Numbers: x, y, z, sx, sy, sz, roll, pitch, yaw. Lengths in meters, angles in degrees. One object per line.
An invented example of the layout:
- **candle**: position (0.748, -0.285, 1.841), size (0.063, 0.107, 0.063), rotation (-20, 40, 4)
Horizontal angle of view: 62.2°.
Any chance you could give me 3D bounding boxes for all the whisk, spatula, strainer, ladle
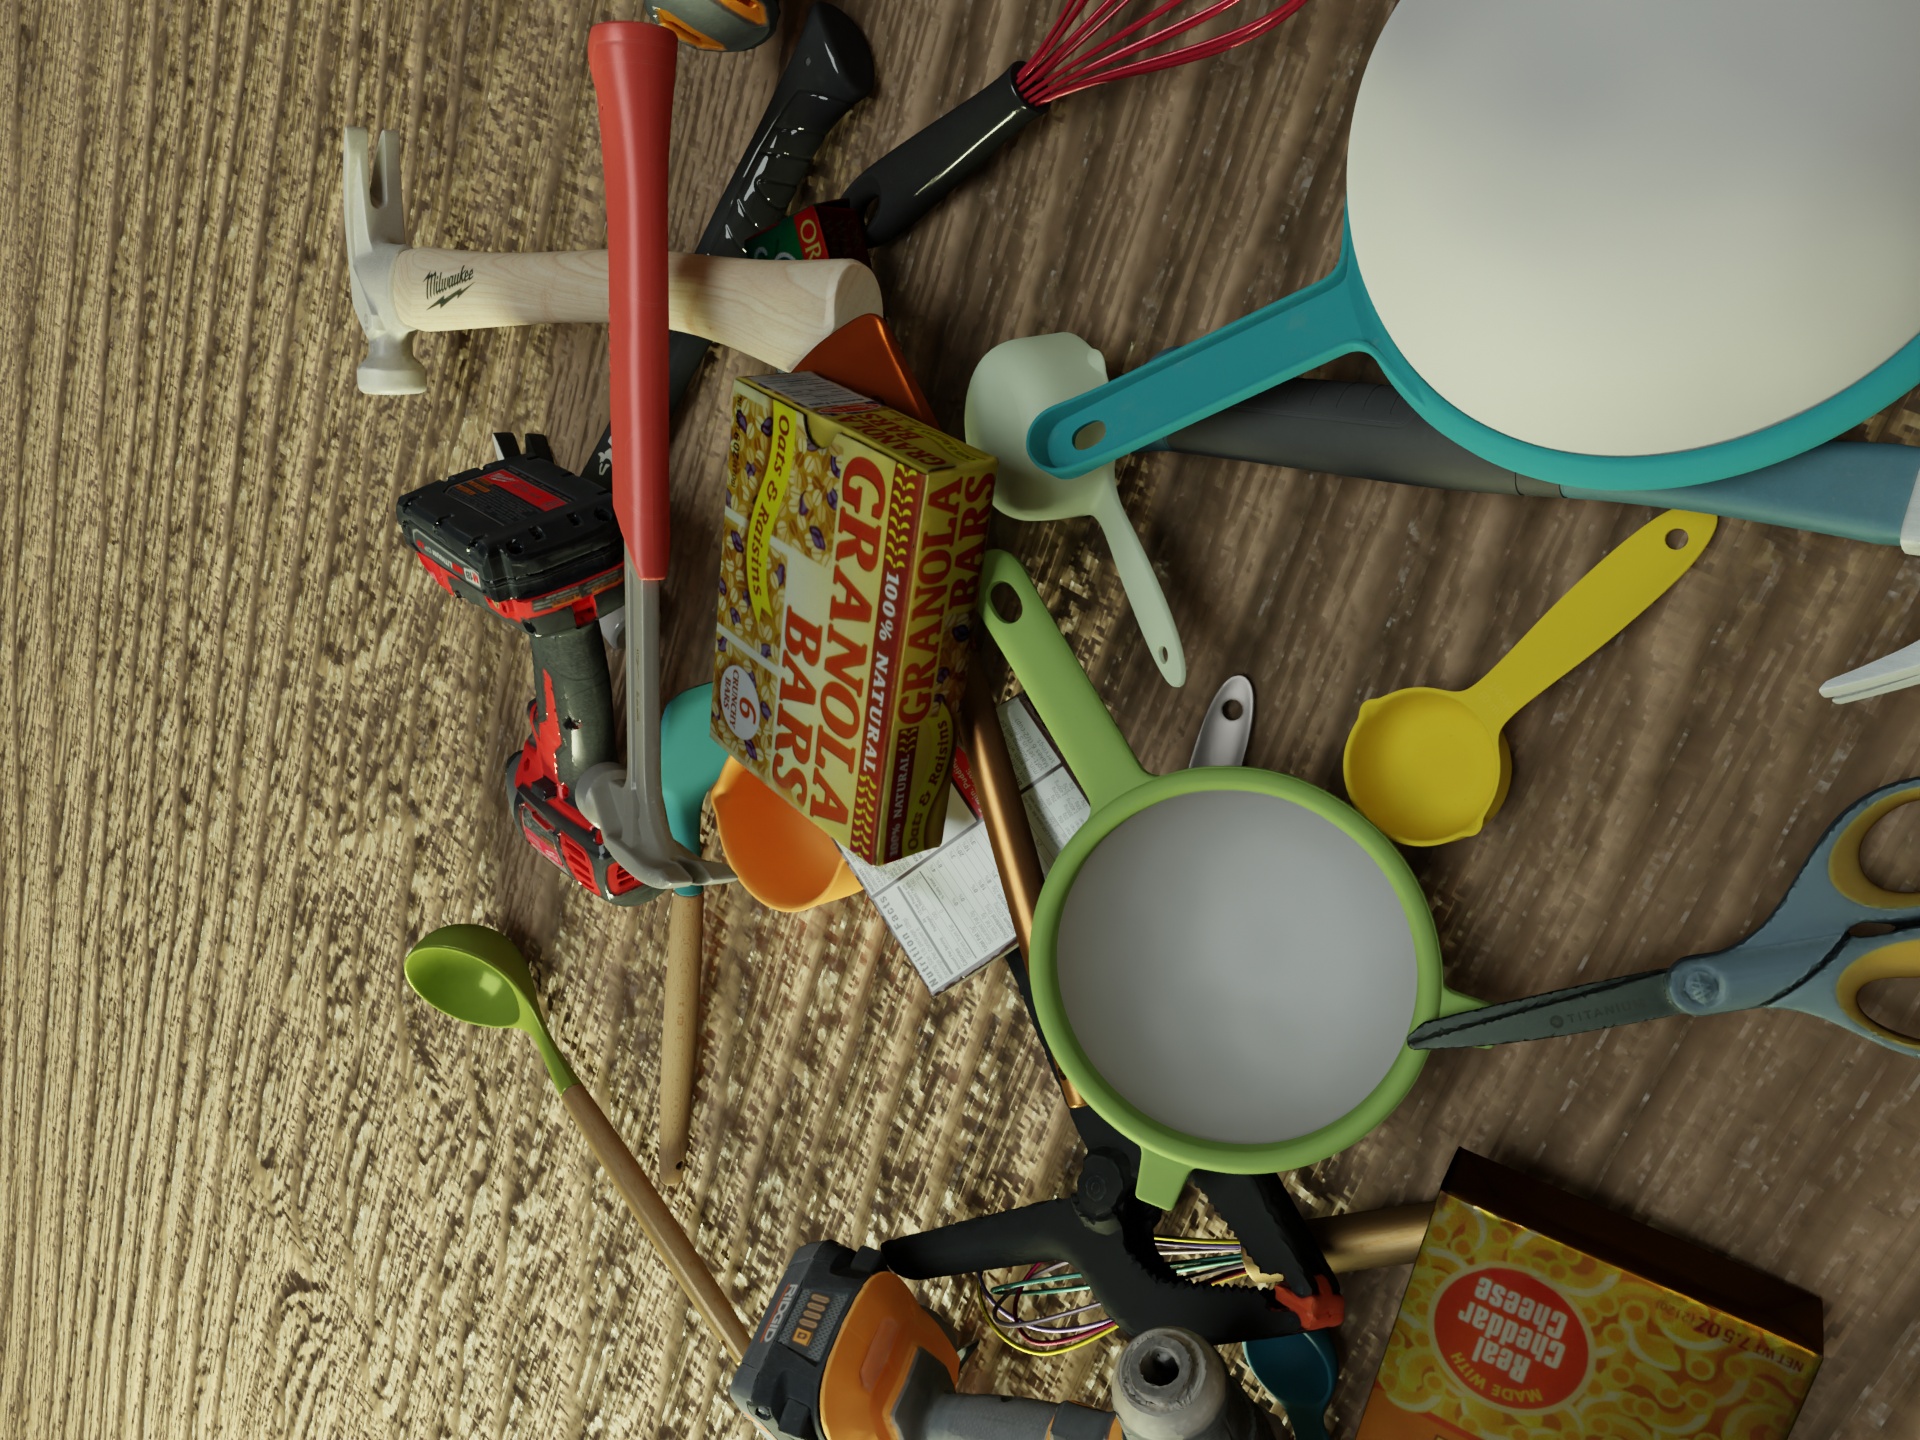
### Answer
- **whisk**: position (0.041, -0.262, 0.635), size (0.296, 0.073, 0.073), rotation (-20, 83, 46)
- **spatula**: position (-0.001, -0.002, 0.641), size (0.081, 0.041, 0.323), rotation (-25, 77, 49)
- **strainer**: position (0.080, 0.045, 0.615), size (0.151, 0.069, 0.256), rotation (-33, 81, 17)
- **spatula**: position (-0.139, 0.117, 0.835), size (0.044, 0.082, 0.317), rotation (24, 117, 36)
- **whisk**: position (0.104, 0.227, 0.655), size (0.245, 0.051, 0.047), rotation (-22, 47, 34)
- **ladle**: position (-0.219, 0.237, 0.905), size (0.320, 0.062, 0.078), rotation (47, 143, 26)
- **strainer**: position (0.145, -0.160, 0.494), size (0.340, 0.095, 0.211), rotation (-21, 71, 31)

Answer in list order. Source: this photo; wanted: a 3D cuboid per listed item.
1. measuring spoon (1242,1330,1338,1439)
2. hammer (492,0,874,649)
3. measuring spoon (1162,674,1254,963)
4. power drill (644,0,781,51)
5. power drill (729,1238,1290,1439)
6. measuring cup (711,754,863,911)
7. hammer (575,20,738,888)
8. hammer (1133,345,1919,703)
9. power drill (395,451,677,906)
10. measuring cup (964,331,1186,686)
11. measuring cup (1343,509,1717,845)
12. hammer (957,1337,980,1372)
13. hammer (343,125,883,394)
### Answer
- **measuring spoon**: position (0.151, 0.294, 0.645), size (0.042, 0.021, 0.128), rotation (-16, 95, 48)
- **hammer**: position (-0.139, -0.203, 0.804), size (0.146, 0.035, 0.334), rotation (51, 124, 22)
- **measuring spoon**: position (0.100, 0.040, 0.653), size (0.034, 0.018, 0.124), rotation (18, 101, 19)
- **power drill**: position (-0.047, -0.399, 0.666), size (0.226, 0.084, 0.164), rotation (-8, 73, 44)
- **power drill**: position (0.023, 0.276, 0.631), size (0.226, 0.084, 0.185), rotation (5, 138, 28)
- **measuring cup**: position (-0.065, 0.004, 0.760), size (0.095, 0.052, 0.173), rotation (15, 103, 38)
- **hammer**: position (-0.136, -0.111, 0.688), size (0.149, 0.036, 0.359), rotation (19, 110, 60)
- **hammer**: position (0.194, -0.092, 0.535), size (0.331, 0.033, 0.128), rotation (17, 94, 39)
- **power drill**: position (-0.215, -0.018, 0.832), size (0.143, 0.078, 0.219), rotation (27, 134, 43)
- **measuring cup**: position (0.044, -0.082, 0.634), size (0.083, 0.038, 0.168), rotation (116, 139, -54)
- **measuring cup**: position (0.202, -0.016, 0.558), size (0.156, 0.029, 0.062), rotation (-46, 64, 21)
- **hammer**: position (0.123, 0.406, 0.667), size (0.409, 0.036, 0.149), rotation (15, 104, 37)
- **hammer**: position (-0.192, -0.223, 0.785), size (0.411, 0.038, 0.146), rotation (15, 111, 41)
